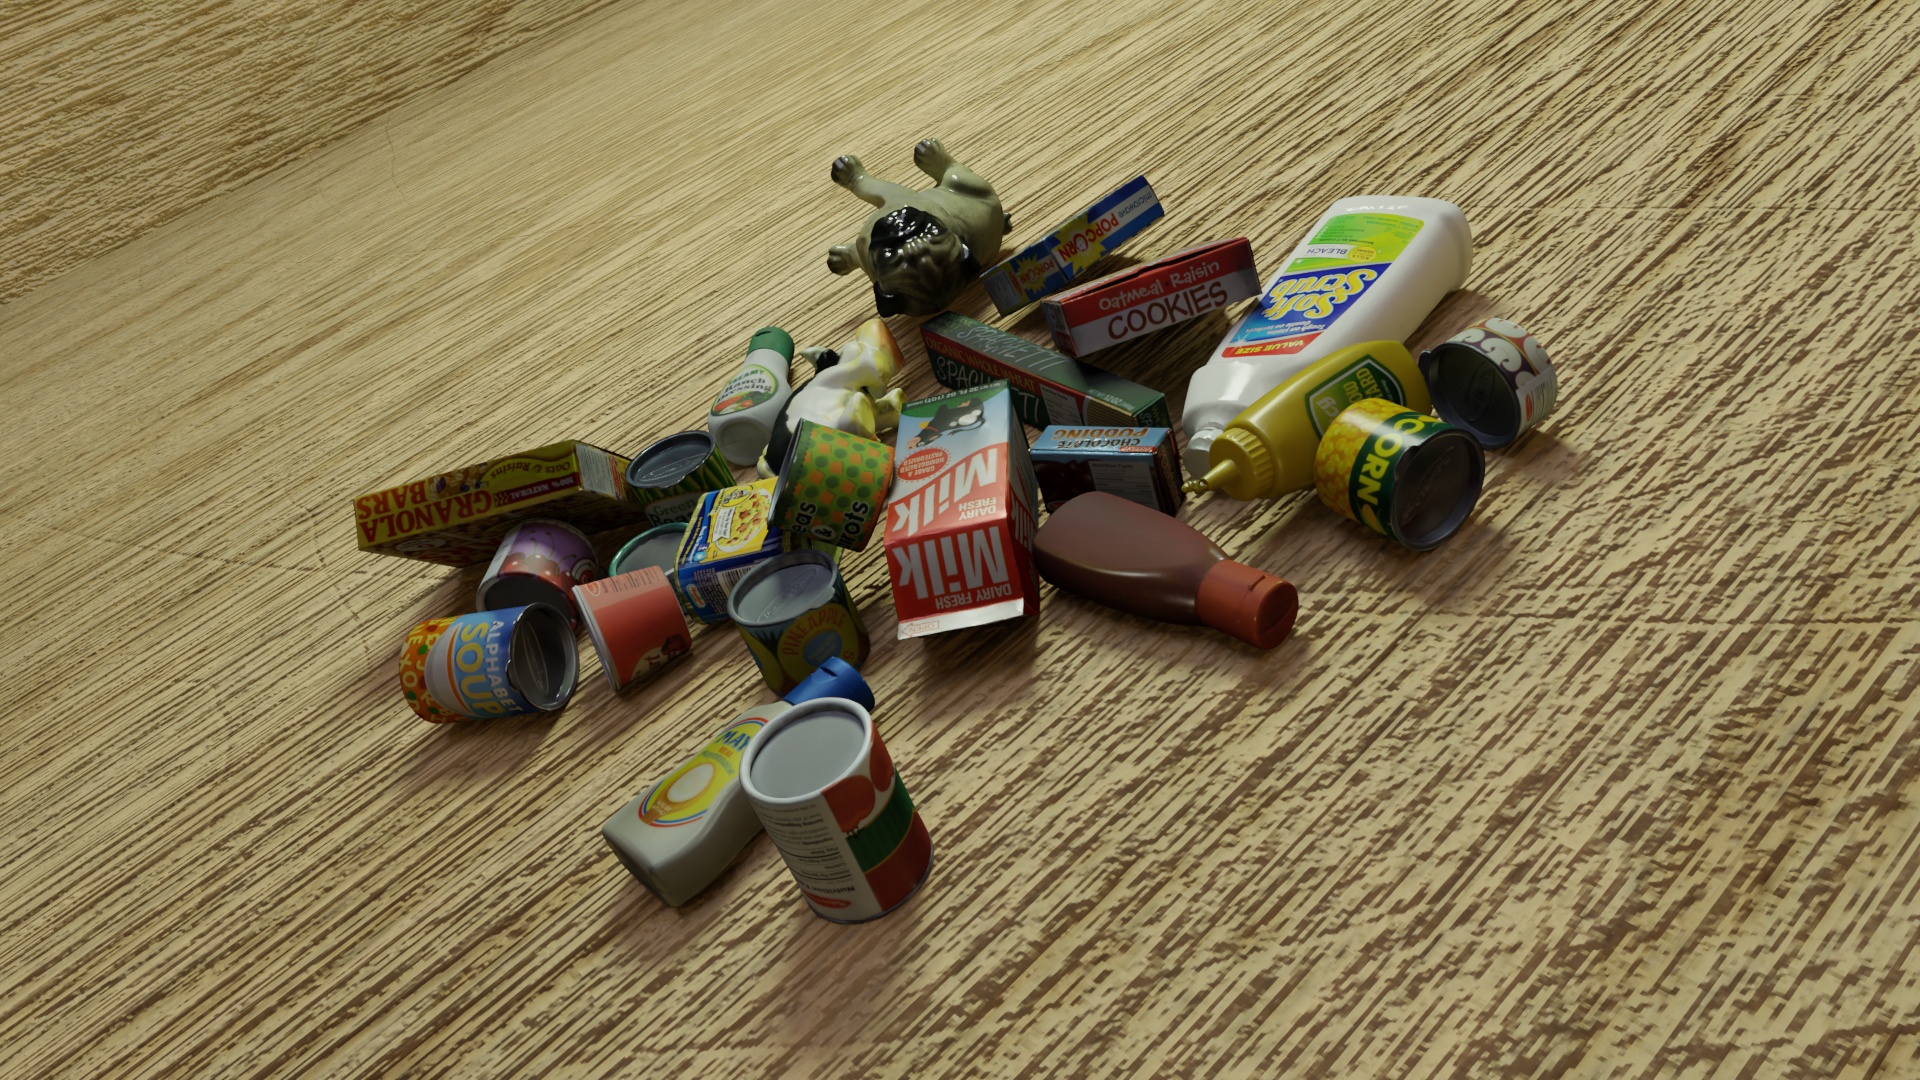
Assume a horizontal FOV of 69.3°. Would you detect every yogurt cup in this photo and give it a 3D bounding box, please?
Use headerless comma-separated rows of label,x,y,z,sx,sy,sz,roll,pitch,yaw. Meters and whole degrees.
yogurt cup,-0.198,0.050,0.841,0.054,0.072,0.072,-23,33,-17

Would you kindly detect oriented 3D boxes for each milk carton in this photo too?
milk carton,0.003,-0.010,0.806,0.072,0.073,0.191,-13,35,11

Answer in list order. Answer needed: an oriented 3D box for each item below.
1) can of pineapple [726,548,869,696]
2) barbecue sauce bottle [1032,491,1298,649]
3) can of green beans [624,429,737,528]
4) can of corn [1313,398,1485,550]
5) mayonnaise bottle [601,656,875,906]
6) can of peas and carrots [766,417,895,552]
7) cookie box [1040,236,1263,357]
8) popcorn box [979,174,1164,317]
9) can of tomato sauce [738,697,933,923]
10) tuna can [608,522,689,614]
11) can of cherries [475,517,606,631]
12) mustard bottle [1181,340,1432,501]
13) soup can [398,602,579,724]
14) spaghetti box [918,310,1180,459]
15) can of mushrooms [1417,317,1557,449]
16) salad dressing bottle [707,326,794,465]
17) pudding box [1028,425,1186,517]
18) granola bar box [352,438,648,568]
can of pineapple,-0.090,0.048,0.788,0.071,0.057,0.071,-15,34,10
barbecue sauce bottle,0.109,0.017,0.738,0.065,0.043,0.149,-36,37,-27
can of green beans,-0.189,-0.034,0.957,0.071,0.057,0.071,-14,34,10
can of corn,0.227,-0.037,0.725,0.071,0.071,0.058,-32,34,-16
mayonnaise bottle,-0.109,0.119,0.713,0.149,0.041,0.065,-40,36,-26
can of peas and carrots,-0.076,-0.030,0.805,0.059,0.070,0.071,17,34,-11
cookie box,0.122,-0.165,0.934,0.123,0.040,0.168,-19,10,3
popcorn box,0.086,-0.224,1.058,0.127,0.038,0.085,-39,12,-33
can of tomato sauce,-0.056,0.123,0.642,0.071,0.082,0.071,-14,34,10
tuna can,-0.193,0.019,0.908,0.071,0.032,0.071,-14,35,10
can of cherries,-0.273,0.029,0.910,0.071,0.071,0.059,-13,34,12
mustard bottle,0.187,-0.058,0.765,0.161,0.065,0.048,-28,1,-23
soup can,-0.288,0.076,0.846,0.084,0.071,0.072,-9,35,19
spaghetti box,0.052,-0.103,0.932,0.029,0.050,0.250,-32,35,-20
can of mushrooms,0.290,-0.088,0.765,0.033,0.070,0.071,-32,35,-17
salad dressing bottle,-0.155,-0.115,1.065,0.064,0.043,0.148,-14,34,12
pudding box,0.087,-0.041,0.825,0.083,0.049,0.030,3,39,32
granola bar box,-0.308,-0.023,0.959,0.165,0.039,0.124,-14,-10,11
